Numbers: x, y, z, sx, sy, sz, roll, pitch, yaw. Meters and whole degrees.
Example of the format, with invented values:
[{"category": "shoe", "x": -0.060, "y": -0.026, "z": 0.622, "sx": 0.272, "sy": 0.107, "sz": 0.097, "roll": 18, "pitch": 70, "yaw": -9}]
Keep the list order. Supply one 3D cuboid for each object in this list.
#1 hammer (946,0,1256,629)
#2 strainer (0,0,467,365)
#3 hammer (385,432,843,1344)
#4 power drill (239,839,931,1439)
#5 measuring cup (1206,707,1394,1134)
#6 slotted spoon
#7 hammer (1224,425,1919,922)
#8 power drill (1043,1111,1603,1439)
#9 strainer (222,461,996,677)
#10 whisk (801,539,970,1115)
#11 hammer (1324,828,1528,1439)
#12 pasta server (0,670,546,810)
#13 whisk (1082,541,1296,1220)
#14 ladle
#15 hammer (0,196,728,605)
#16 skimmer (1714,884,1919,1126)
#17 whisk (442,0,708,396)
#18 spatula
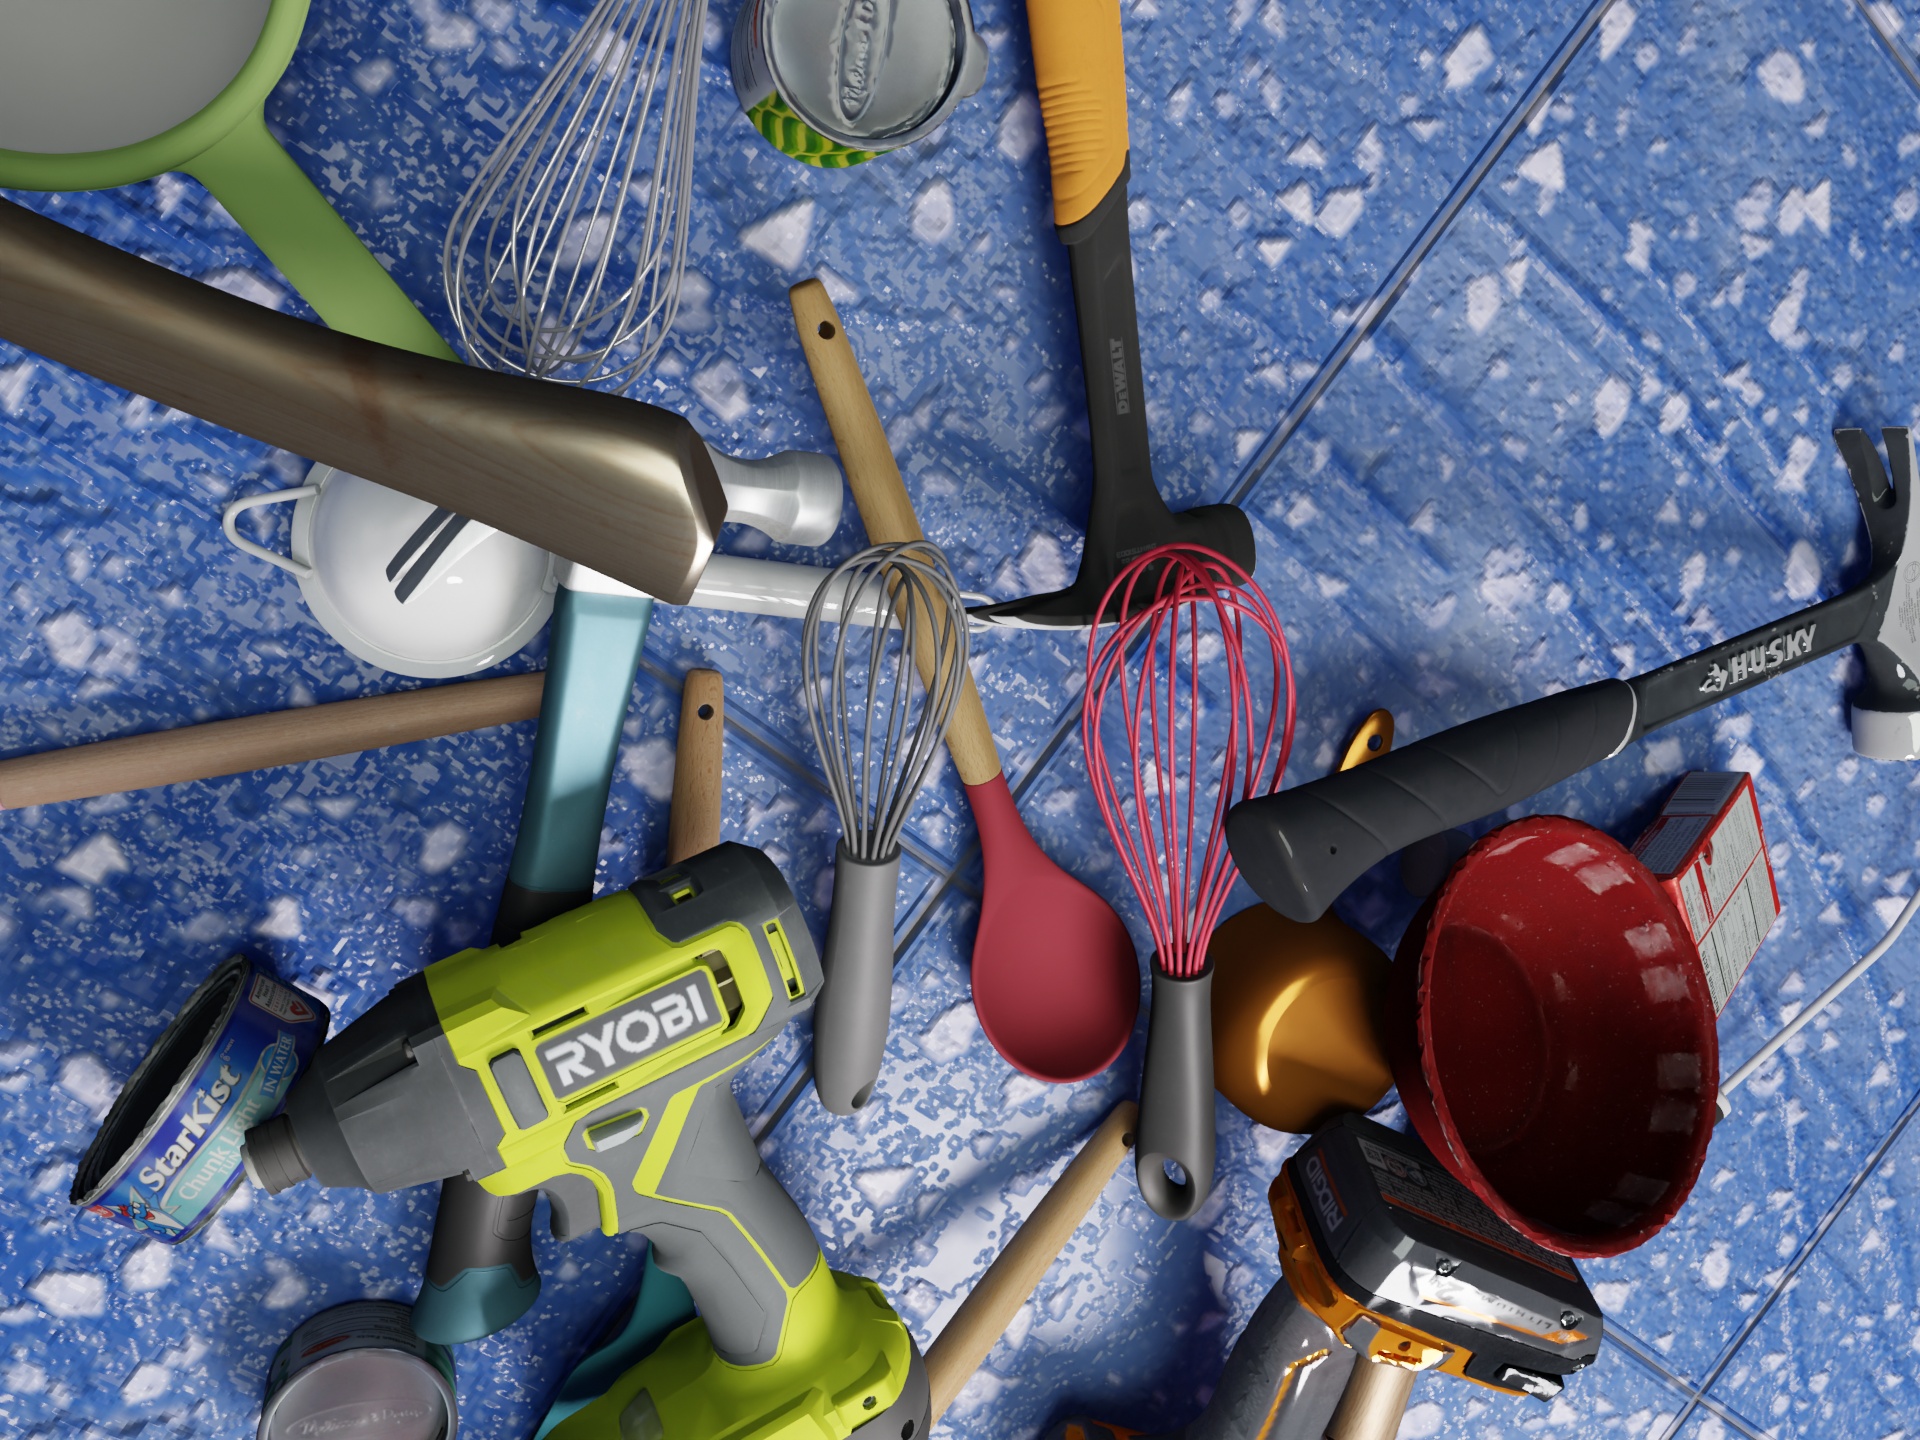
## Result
[{"category": "hammer", "x": 0.035, "y": -0.198, "z": 0.525, "sx": 0.127, "sy": 0.034, "sz": 0.336, "roll": -17, "pitch": 106, "yaw": -38}, {"category": "strainer", "x": -0.219, "y": -0.186, "z": 0.446, "sx": 0.151, "sy": 0.069, "sz": 0.256, "roll": -34, "pitch": 121, "yaw": 5}, {"category": "hammer", "x": -0.135, "y": 0.064, "z": 0.522, "sx": 0.128, "sy": 0.033, "sz": 0.331, "roll": 5, "pitch": 110, "yaw": -29}, {"category": "power drill", "x": -0.107, "y": 0.169, "z": 0.512, "sx": 0.171, "sy": 0.080, "sz": 0.223, "roll": -24, "pitch": 112, "yaw": -18}, {"category": "measuring cup", "x": 0.150, "y": 0.082, "z": 0.633, "sx": 0.095, "sy": 0.052, "sz": 0.173, "roll": 15, "pitch": 100, "yaw": -20}, {"category": "slotted spoon", "x": -0.024, "y": 0.270, "z": 0.594, "sx": 0.314, "sy": 0.031, "sz": 0.070, "roll": -49, "pitch": 117, "yaw": -20}, {"category": "hammer", "x": 0.256, "y": -0.010, "z": 0.598, "sx": 0.409, "sy": 0.036, "sz": 0.149, "roll": -17, "pitch": 105, "yaw": -32}, {"category": "power drill", "x": 0.149, "y": 0.280, "z": 0.641, "sx": 0.164, "sy": 0.084, "sz": 0.226, "roll": 26, "pitch": 111, "yaw": -17}, {"category": "strainer", "x": -0.105, "y": -0.050, "z": 0.528, "sx": 0.258, "sy": 0.050, "sz": 0.087, "roll": 5, "pitch": 94, "yaw": -22}, {"category": "whisk", "x": -0.033, "y": 0.047, "z": 0.545, "sx": 0.055, "sy": 0.055, "sz": 0.238, "roll": -3, "pitch": 122, "yaw": -17}, {"category": "hammer", "x": 0.211, "y": 0.211, "z": 0.696, "sx": 0.130, "sy": 0.031, "sz": 0.331, "roll": 12, "pitch": 99, "yaw": -20}, {"category": "pasta server", "x": -0.267, "y": 0.019, "z": 0.492, "sx": 0.316, "sy": 0.040, "sz": 0.060, "roll": -11, "pitch": 118, "yaw": -16}, {"category": "whisk", "x": 0.080, "y": 0.071, "z": 0.572, "sx": 0.073, "sy": 0.073, "sz": 0.295, "roll": -12, "pitch": 121, "yaw": -15}, {"category": "ladle", "x": -0.001, "y": -0.002, "z": 0.560, "sx": 0.069, "sy": 0.031, "sz": 0.315, "roll": -29, "pitch": 117, "yaw": -18}, {"category": "hammer", "x": -0.259, "y": -0.113, "z": 0.401, "sx": 0.410, "sy": 0.038, "sz": 0.146, "roll": 22, "pitch": 118, "yaw": -11}, {"category": "skimmer", "x": 0.406, "y": 0.152, "z": 0.713, "sx": 0.363, "sy": 0.090, "sz": 0.127, "roll": -39, "pitch": 143, "yaw": -3}, {"category": "whisk", "x": -0.086, "y": -0.219, "z": 0.466, "sx": 0.070, "sy": 0.070, "sz": 0.285, "roll": 20, "pitch": 81, "yaw": -21}, {"category": "spatula", "x": -0.107, "y": 0.137, "z": 0.581, "sx": 0.082, "sy": 0.044, "sz": 0.317, "roll": 3, "pitch": 97, "yaw": -19}]
